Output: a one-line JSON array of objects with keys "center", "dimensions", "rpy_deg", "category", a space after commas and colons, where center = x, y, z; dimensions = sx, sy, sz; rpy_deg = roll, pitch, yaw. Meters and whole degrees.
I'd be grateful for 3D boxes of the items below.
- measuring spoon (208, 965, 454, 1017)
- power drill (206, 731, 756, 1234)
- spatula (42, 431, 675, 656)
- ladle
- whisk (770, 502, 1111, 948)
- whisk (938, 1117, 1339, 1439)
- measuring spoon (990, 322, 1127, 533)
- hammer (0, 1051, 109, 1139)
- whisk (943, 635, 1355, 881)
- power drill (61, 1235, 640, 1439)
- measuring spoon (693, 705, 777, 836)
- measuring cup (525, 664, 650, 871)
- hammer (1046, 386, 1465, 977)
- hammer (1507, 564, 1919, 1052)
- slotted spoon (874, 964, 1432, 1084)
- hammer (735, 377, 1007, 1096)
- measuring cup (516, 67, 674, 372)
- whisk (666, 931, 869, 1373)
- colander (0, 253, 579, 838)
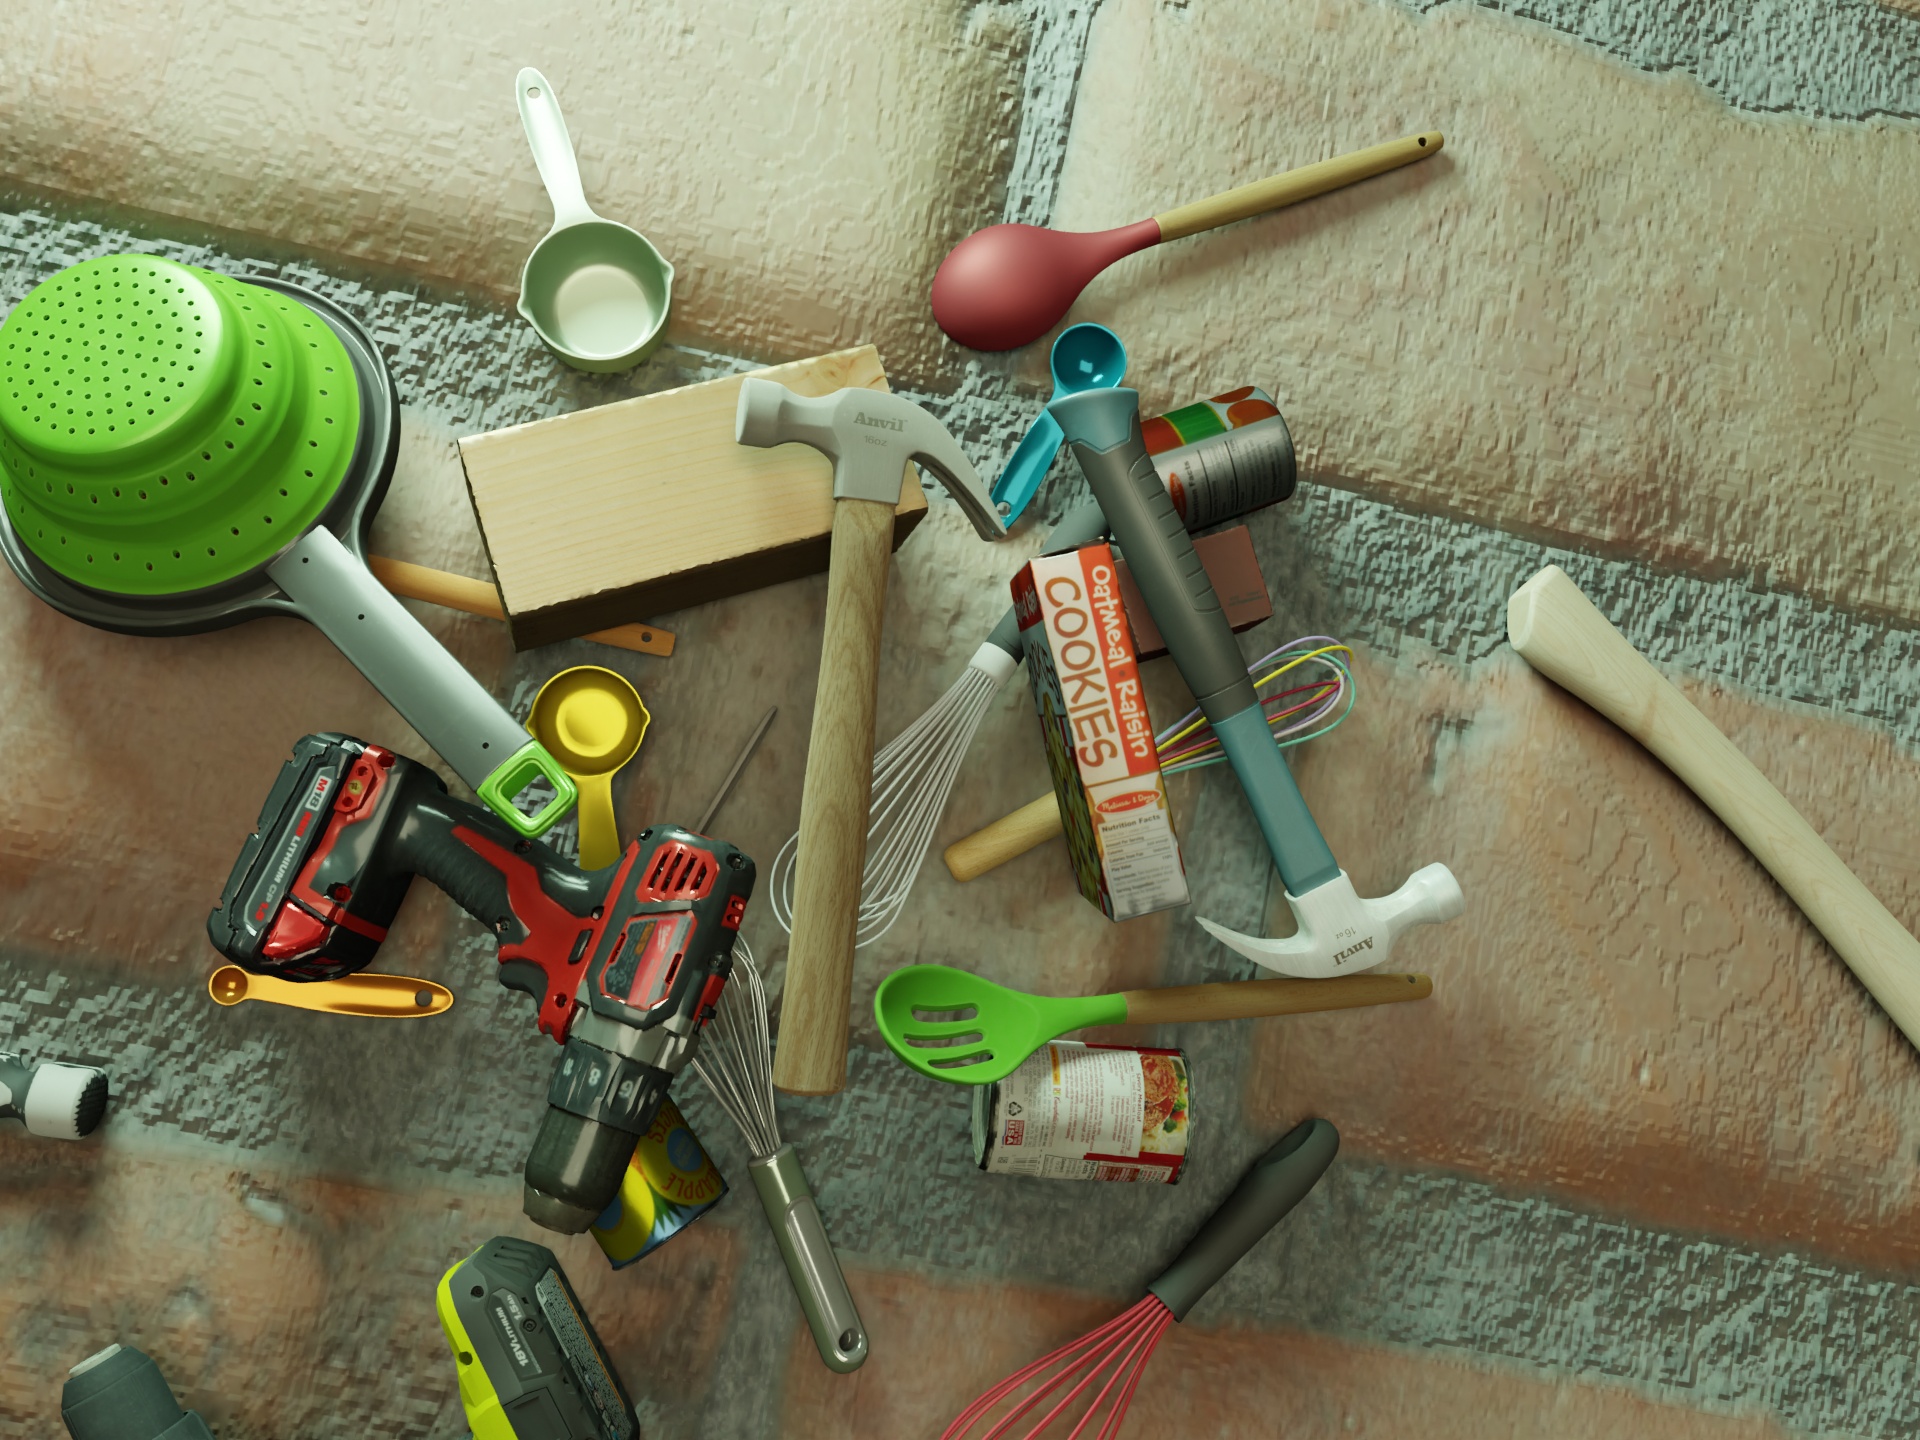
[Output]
[{"center": [-0.313, 0.136, 0.796], "dimensions": [0.117, 0.011, 0.021], "rpy_deg": [6, 82, -9], "category": "measuring spoon"}, {"center": [-0.226, 0.116, 0.743], "dimensions": [0.227, 0.080, 0.188], "rpy_deg": [18, 75, 8], "category": "power drill"}, {"center": [-0.306, -0.077, 0.817], "dimensions": [0.322, 0.041, 0.081], "rpy_deg": [14, 81, -9], "category": "spatula"}, {"center": [0.133, -0.280, 0.891], "dimensions": [0.315, 0.031, 0.069], "rpy_deg": [-21, 86, -10], "category": "ladle"}, {"center": [0.000, -0.002, 0.828], "dimensions": [0.070, 0.070, 0.285], "rpy_deg": [36, 76, -1], "category": "whisk"}, {"center": [0.089, 0.307, 0.796], "dimensions": [0.296, 0.073, 0.073], "rpy_deg": [-42, 89, -15], "category": "whisk"}, {"center": [0.048, -0.158, 0.873], "dimensions": [0.042, 0.021, 0.128], "rpy_deg": [30, 90, -3], "category": "measuring spoon"}, {"center": [-0.514, 0.355, 0.731], "dimensions": [0.149, 0.036, 0.409], "rpy_deg": [9, 82, -4], "category": "hammer"}, {"center": [0.104, 0.024, 0.844], "dimensions": [0.245, 0.047, 0.051], "rpy_deg": [-27, 88, -5], "category": "whisk"}, {"center": [-0.285, 0.341, 0.740], "dimensions": [0.228, 0.080, 0.190], "rpy_deg": [-28, 88, -6], "category": "power drill"}, {"center": [-0.132, 0.042, 0.819], "dimensions": [0.018, 0.034, 0.124], "rpy_deg": [30, 75, 3], "category": "measuring spoon"}, {"center": [-0.186, 0.049, 0.818], "dimensions": [0.062, 0.029, 0.156], "rpy_deg": [-5, 95, -8], "category": "measuring cup"}, {"center": [0.133, -0.018, 0.803], "dimensions": [0.128, 0.033, 0.331], "rpy_deg": [-27, 99, -2], "category": "hammer"}, {"center": [0.465, 0.066, 0.880], "dimensions": [0.146, 0.038, 0.410], "rpy_deg": [-43, 89, -11], "category": "hammer"}, {"center": [0.105, 0.146, 0.803], "dimensions": [0.313, 0.031, 0.070], "rpy_deg": [-1, 44, -20], "category": "slotted spoon"}, {"center": [-0.053, 0.011, 0.752], "dimensions": [0.130, 0.031, 0.331], "rpy_deg": [5, 91, -17], "category": "hammer"}, {"center": [-0.204, -0.263, 0.844], "dimensions": [0.083, 0.038, 0.168], "rpy_deg": [-18, 83, -8], "category": "measuring cup"}, {"center": [-0.097, 0.209, 0.794], "dimensions": [0.058, 0.059, 0.246], "rpy_deg": [-21, 90, -36], "category": "whisk"}, {"center": [-0.322, -0.096, 0.730], "dimensions": [0.397, 0.094, 0.204], "rpy_deg": [42, 76, 15], "category": "colander"}]
